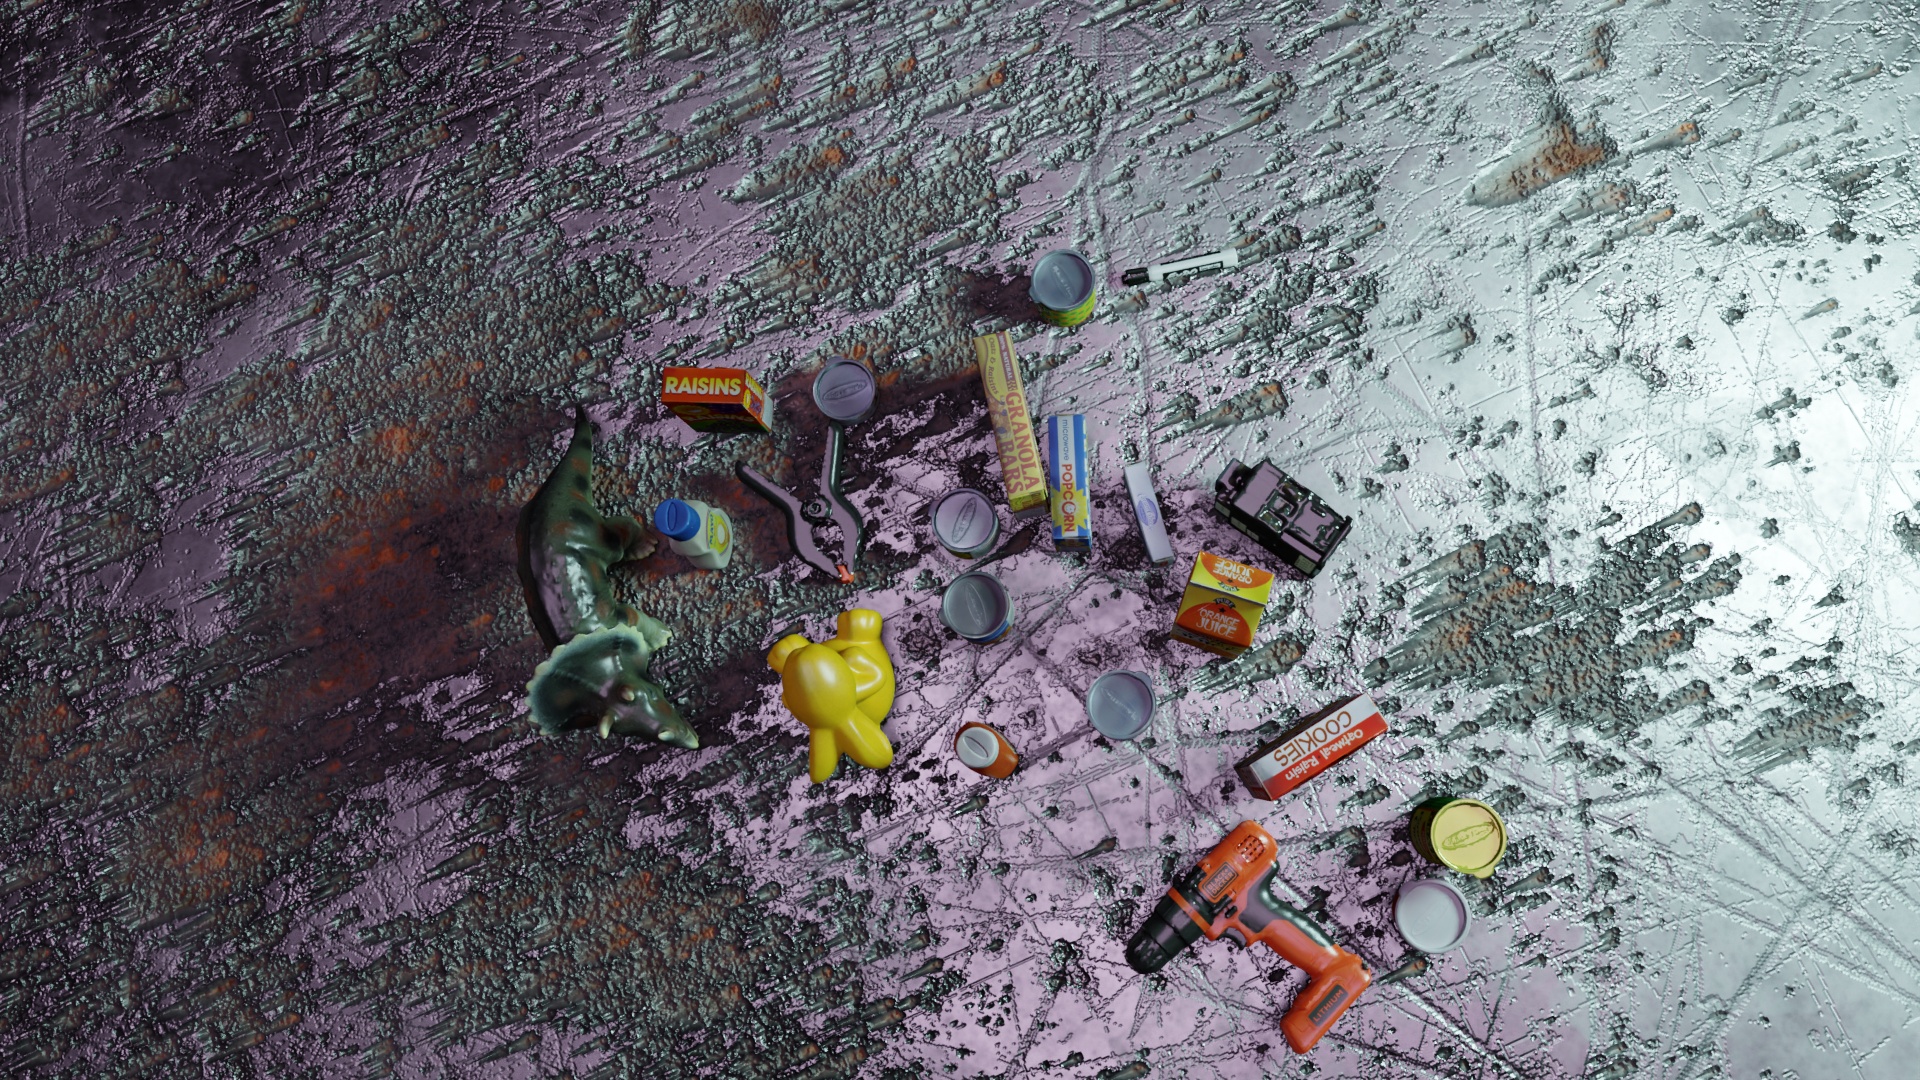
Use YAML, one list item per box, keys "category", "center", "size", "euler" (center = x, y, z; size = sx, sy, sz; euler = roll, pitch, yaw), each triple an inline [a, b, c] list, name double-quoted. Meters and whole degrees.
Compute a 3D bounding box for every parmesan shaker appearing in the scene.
- category: "parmesan shaker"
  center: [0.460, 0.275, 1.290]
  size: [0.071, 0.103, 0.071]
  euler: [-1, 80, 6]

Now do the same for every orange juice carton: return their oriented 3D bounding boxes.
- category: "orange juice carton"
  center: [0.244, 0.061, 1.305]
  size: [0.072, 0.192, 0.073]
  euler: [19, 83, 9]

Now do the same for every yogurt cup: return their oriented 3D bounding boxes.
- category: "yogurt cup"
  center: [0.438, 0.350, 1.304]
  size: [0.072, 0.054, 0.072]
  euler: [-1, 80, 6]

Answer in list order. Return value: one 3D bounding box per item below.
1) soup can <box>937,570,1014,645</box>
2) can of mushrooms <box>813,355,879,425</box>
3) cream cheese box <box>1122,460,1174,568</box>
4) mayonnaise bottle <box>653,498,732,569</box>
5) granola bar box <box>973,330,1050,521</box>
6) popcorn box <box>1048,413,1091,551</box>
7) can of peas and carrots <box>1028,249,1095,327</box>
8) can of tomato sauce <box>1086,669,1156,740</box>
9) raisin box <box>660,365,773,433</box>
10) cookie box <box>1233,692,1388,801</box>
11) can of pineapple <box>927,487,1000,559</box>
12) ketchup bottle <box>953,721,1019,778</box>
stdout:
- category: "soup can"
  center: [0.016, 0.069, 1.382]
  size: [0.071, 0.083, 0.071]
  euler: [-1, 80, 6]
- category: "can of mushrooms"
  center: [-0.120, -0.158, 1.462]
  size: [0.071, 0.033, 0.071]
  euler: [-1, 80, 6]
- category: "cream cheese box"
  center: [0.188, -0.025, 1.397]
  size: [0.024, 0.053, 0.104]
  euler: [-16, 79, 3]
- category: "mayonnaise bottle"
  center: [-0.267, -0.010, 1.392]
  size: [0.041, 0.148, 0.065]
  euler: [-1, 80, 6]
- category: "granola bar box"
  center: [0.053, -0.112, 1.390]
  size: [0.039, 0.124, 0.166]
  euler: [-13, 79, 4]
- category: "popcorn box"
  center: [0.110, -0.056, 1.394]
  size: [0.038, 0.085, 0.127]
  euler: [-2, 80, 6]
- category: "can of peas and carrots"
  center: [0.105, -0.260, 1.444]
  size: [0.071, 0.058, 0.071]
  euler: [-1, 80, 6]
- category: "can of tomato sauce"
  center: [0.157, 0.160, 1.352]
  size: [0.071, 0.083, 0.071]
  euler: [-1, 80, 6]
- category: "raisin box"
  center: [-0.248, -0.144, 1.427]
  size: [0.086, 0.123, 0.040]
  euler: [3, 81, 6]
- category: "cookie box"
  center: [0.321, 0.193, 1.286]
  size: [0.123, 0.167, 0.040]
  euler: [-32, 79, 0]
- category: "can of pineapple"
  center: [0.005, -0.018, 1.412]
  size: [0.071, 0.058, 0.071]
  euler: [-1, 80, 6]
- category: "ketchup bottle"
  center: [0.021, 0.200, 1.325]
  size: [0.065, 0.148, 0.043]
  euler: [38, 86, 11]
